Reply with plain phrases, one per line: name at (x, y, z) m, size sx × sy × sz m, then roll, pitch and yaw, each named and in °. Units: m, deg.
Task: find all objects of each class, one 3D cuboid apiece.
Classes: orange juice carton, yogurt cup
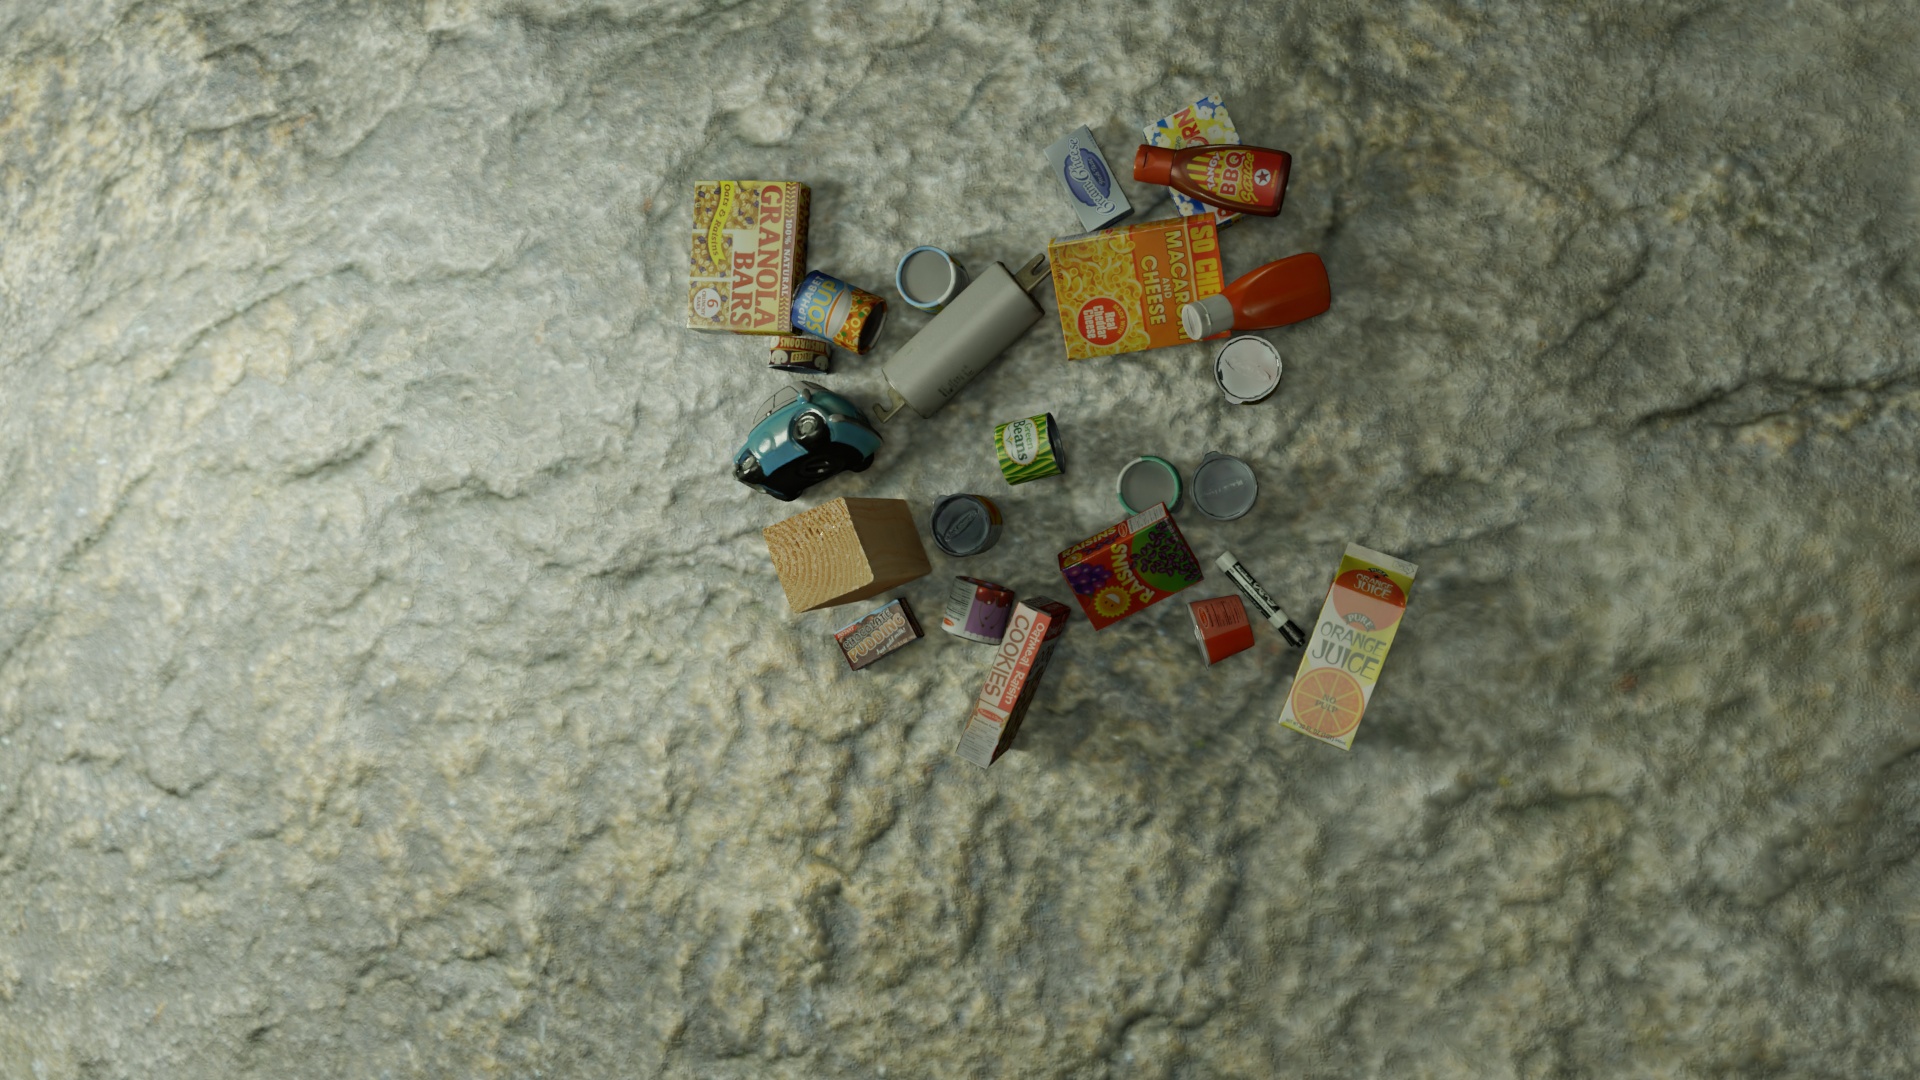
orange juice carton at (0.380, 0.102, 1.363) m, size 0.072 × 0.073 × 0.192 m, roll 21°, pitch 95°, yaw 13°
yogurt cup at (0.262, 0.088, 1.397) m, size 0.054 × 0.072 × 0.072 m, roll -18°, pitch 86°, yaw 5°

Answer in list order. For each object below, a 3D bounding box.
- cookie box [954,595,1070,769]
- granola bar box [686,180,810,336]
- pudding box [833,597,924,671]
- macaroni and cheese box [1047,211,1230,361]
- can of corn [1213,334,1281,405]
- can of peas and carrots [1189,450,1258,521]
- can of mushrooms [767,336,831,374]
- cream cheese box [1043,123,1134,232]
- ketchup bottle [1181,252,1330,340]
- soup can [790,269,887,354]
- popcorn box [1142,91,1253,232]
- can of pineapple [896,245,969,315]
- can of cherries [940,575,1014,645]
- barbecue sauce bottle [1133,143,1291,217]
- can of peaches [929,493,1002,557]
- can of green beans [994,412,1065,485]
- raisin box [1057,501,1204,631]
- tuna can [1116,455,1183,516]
cookie box at (0.056, 0.141, 1.416) m, size 0.040 × 0.123 × 0.167 m, roll 24°, pitch 96°, yaw 11°
granola bar box at (-0.233, -0.311, 1.528) m, size 0.124 × 0.039 × 0.165 m, roll 4°, pitch 91°, yaw 13°
pudding box at (-0.088, 0.101, 1.498) m, size 0.083 × 0.030 × 0.049 m, roll -28°, pitch 83°, yaw 12°
macaroni and cheese box at (0.182, -0.257, 1.405) m, size 0.166 × 0.040 × 0.123 m, roll -7°, pitch 113°, yaw 13°
can of corn at (0.287, -0.167, 1.392) m, size 0.071 × 0.058 × 0.071 m, roll 0°, pitch 90°, yaw 14°
can of peas and carrots at (0.265, -0.054, 1.398) m, size 0.071 × 0.059 × 0.071 m, roll 0°, pitch 90°, yaw 14°
can of mushrooms at (-0.173, -0.199, 1.498) m, size 0.071 × 0.071 × 0.033 m, roll 7°, pitch 91°, yaw 14°
cream cheese box at (0.133, -0.374, 1.447) m, size 0.053 × 0.024 × 0.104 m, roll -29°, pitch 83°, yaw 13°
ketchup bottle at (0.290, -0.235, 1.364) m, size 0.149 × 0.043 × 0.064 m, roll -20°, pitch 102°, yaw -17°
soup can at (-0.131, -0.244, 1.487) m, size 0.084 × 0.071 × 0.071 m, roll 24°, pitch 96°, yaw 12°
popcorn box at (0.249, -0.378, 1.411) m, size 0.085 × 0.038 × 0.126 m, roll -24°, pitch 85°, yaw 14°
can of pineapple at (-0.031, -0.275, 1.470) m, size 0.071 × 0.058 × 0.071 m, roll 0°, pitch 91°, yaw 14°
can of cherries at (0.020, 0.074, 1.456) m, size 0.071 × 0.071 × 0.058 m, roll 16°, pitch 93°, yaw 13°
barbecue sauce bottle at (0.247, -0.361, 1.369) m, size 0.148 × 0.044 × 0.064 m, roll 13°, pitch 95°, yaw 14°
can of peaches at (0.005, -0.018, 1.461) m, size 0.071 × 0.058 × 0.071 m, roll 0°, pitch 91°, yaw 15°
can of green beans at (0.072, -0.095, 1.441) m, size 0.058 × 0.071 × 0.071 m, roll -13°, pitch 87°, yaw 14°
raisin box at (0.173, 0.027, 1.413) m, size 0.123 × 0.040 × 0.086 m, roll -27°, pitch 116°, yaw 13°
tuna can at (0.196, -0.053, 1.428) m, size 0.071 × 0.033 × 0.071 m, roll 0°, pitch 90°, yaw 14°
